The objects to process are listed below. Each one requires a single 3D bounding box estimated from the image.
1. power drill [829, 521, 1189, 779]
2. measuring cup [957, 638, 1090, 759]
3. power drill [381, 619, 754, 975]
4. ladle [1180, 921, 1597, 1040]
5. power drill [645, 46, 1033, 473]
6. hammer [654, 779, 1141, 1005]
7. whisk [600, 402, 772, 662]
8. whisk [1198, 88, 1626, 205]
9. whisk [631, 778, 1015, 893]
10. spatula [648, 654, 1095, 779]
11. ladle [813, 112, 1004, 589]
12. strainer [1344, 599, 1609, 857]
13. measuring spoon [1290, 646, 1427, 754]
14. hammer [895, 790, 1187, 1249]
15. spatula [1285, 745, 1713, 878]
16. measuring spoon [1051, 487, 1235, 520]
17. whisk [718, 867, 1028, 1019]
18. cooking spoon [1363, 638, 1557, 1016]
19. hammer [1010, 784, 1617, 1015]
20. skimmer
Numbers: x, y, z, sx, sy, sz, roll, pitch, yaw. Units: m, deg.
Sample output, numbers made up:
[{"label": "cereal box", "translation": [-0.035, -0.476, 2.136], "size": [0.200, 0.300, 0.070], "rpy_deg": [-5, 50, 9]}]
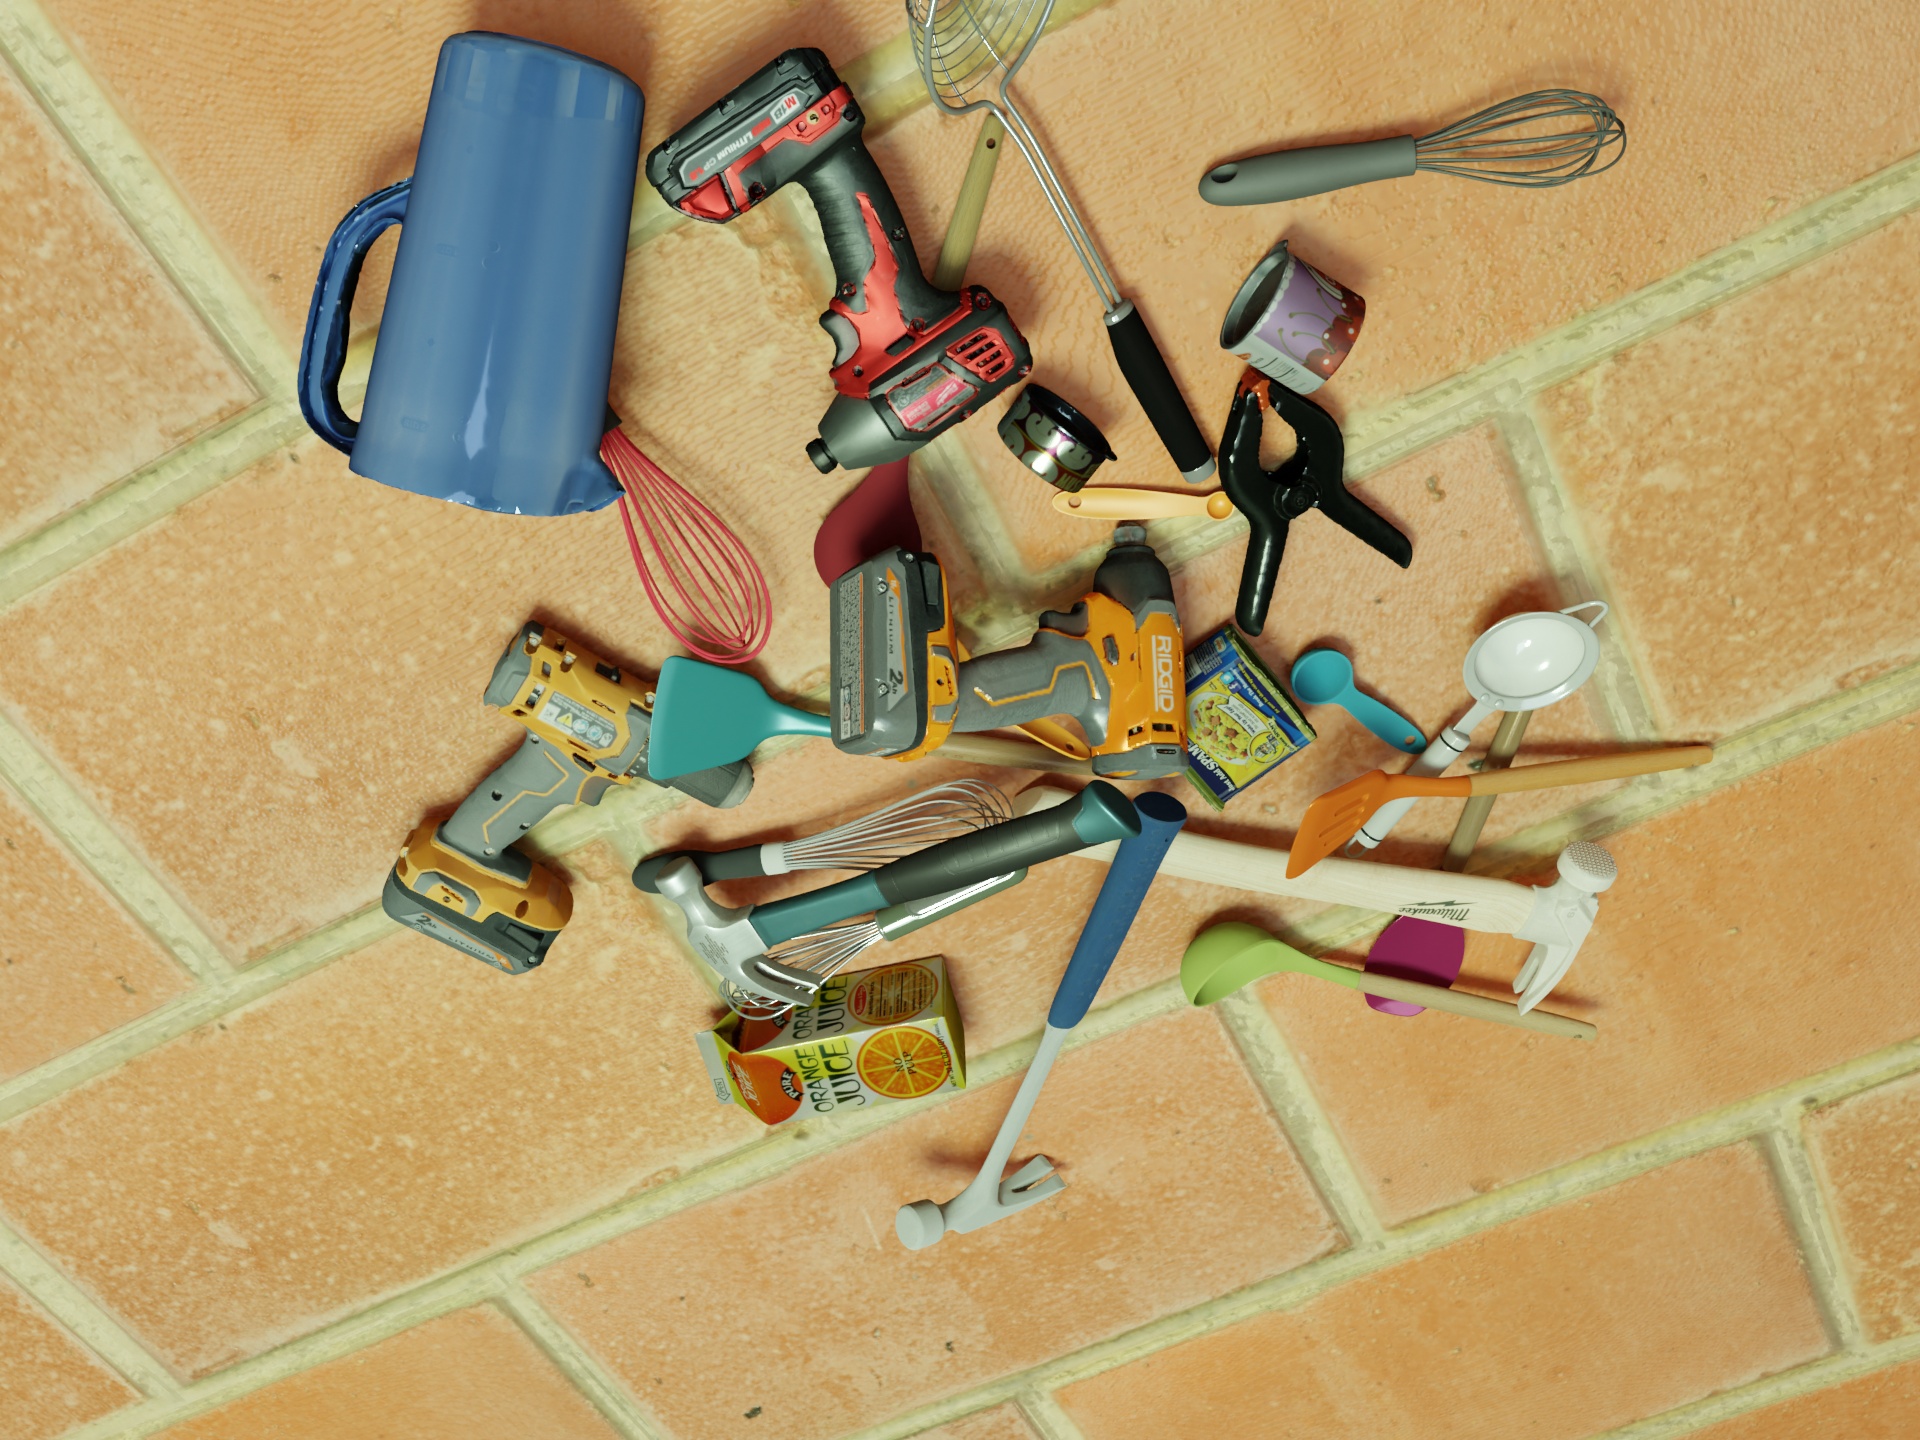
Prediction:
[{"label": "power drill", "translation": [0.037, -0.049, 0.974], "size": [0.226, 0.084, 0.164], "rpy_deg": [3, 81, -26]}, {"label": "measuring cup", "translation": [-0.002, -0.003, 1.034], "size": [0.173, 0.095, 0.052], "rpy_deg": [28, 133, -6]}, {"label": "power drill", "translation": [-0.266, 0.065, 1.081], "size": [0.185, 0.084, 0.226], "rpy_deg": [30, 109, -18]}, {"label": "ladle", "translation": [0.316, 0.206, 1.166], "size": [0.320, 0.062, 0.078], "rpy_deg": [13, 139, -5]}, {"label": "power drill", "translation": [-0.072, -0.250, 0.895], "size": [0.143, 0.079, 0.219], "rpy_deg": [-33, 111, 10]}, {"label": "hammer", "translation": [-0.039, 0.105, 1.047], "size": [0.331, 0.033, 0.128], "rpy_deg": [-20, 113, 24]}, {"label": "whisk", "translation": [-0.206, -0.161, 0.974], "size": [0.073, 0.073, 0.295], "rpy_deg": [-27, 109, 13]}, {"label": "whisk", "translation": [0.255, -0.318, 0.903], "size": [0.239, 0.055, 0.055], "rpy_deg": [-6, 118, 7]}, {"label": "whisk", "translation": [-0.097, 0.091, 1.105], "size": [0.284, 0.070, 0.070], "rpy_deg": [-9, 118, 14]}, {"label": "spatula", "translation": [-0.046, 0.015, 1.064], "size": [0.317, 0.044, 0.082], "rpy_deg": [8, 100, -12]}, {"label": "ladle", "translation": [-0.025, -0.208, 0.968], "size": [0.069, 0.031, 0.315], "rpy_deg": [13, 116, -13]}, {"label": "strainer", "translation": [0.338, 0.004, 1.073], "size": [0.086, 0.050, 0.258], "rpy_deg": [22, 123, -19]}, {"label": "measuring spoon", "translation": [0.273, -0.013, 1.086], "size": [0.128, 0.021, 0.042], "rpy_deg": [32, 113, -26]}, {"label": "hammer", "translation": [0.074, 0.223, 1.145], "size": [0.144, 0.035, 0.405], "rpy_deg": [-4, 127, -39]}, {"label": "spatula", "translation": [0.366, 0.048, 1.071], "size": [0.322, 0.041, 0.081], "rpy_deg": [-7, 137, -12]}, {"label": "measuring spoon", "translation": [0.117, -0.140, 1.017], "size": [0.117, 0.011, 0.021], "rpy_deg": [2, 115, 2]}, {"label": "whisk", "translation": [-0.064, 0.151, 1.149], "size": [0.246, 0.058, 0.059], "rpy_deg": [-25, 150, 7]}, {"label": "cooking spoon", "translation": [0.360, 0.085, 1.136], "size": [0.068, 0.017, 0.318], "rpy_deg": [13, 118, -2]}, {"label": "hammer", "translation": [0.235, 0.115, 1.123], "size": [0.410, 0.038, 0.146], "rpy_deg": [10, 128, 0]}, {"label": "skimmer", "translation": [0.081, -0.284, 0.891], "size": [0.127, 0.090, 0.363], "rpy_deg": [-49, 122, -25]}]
